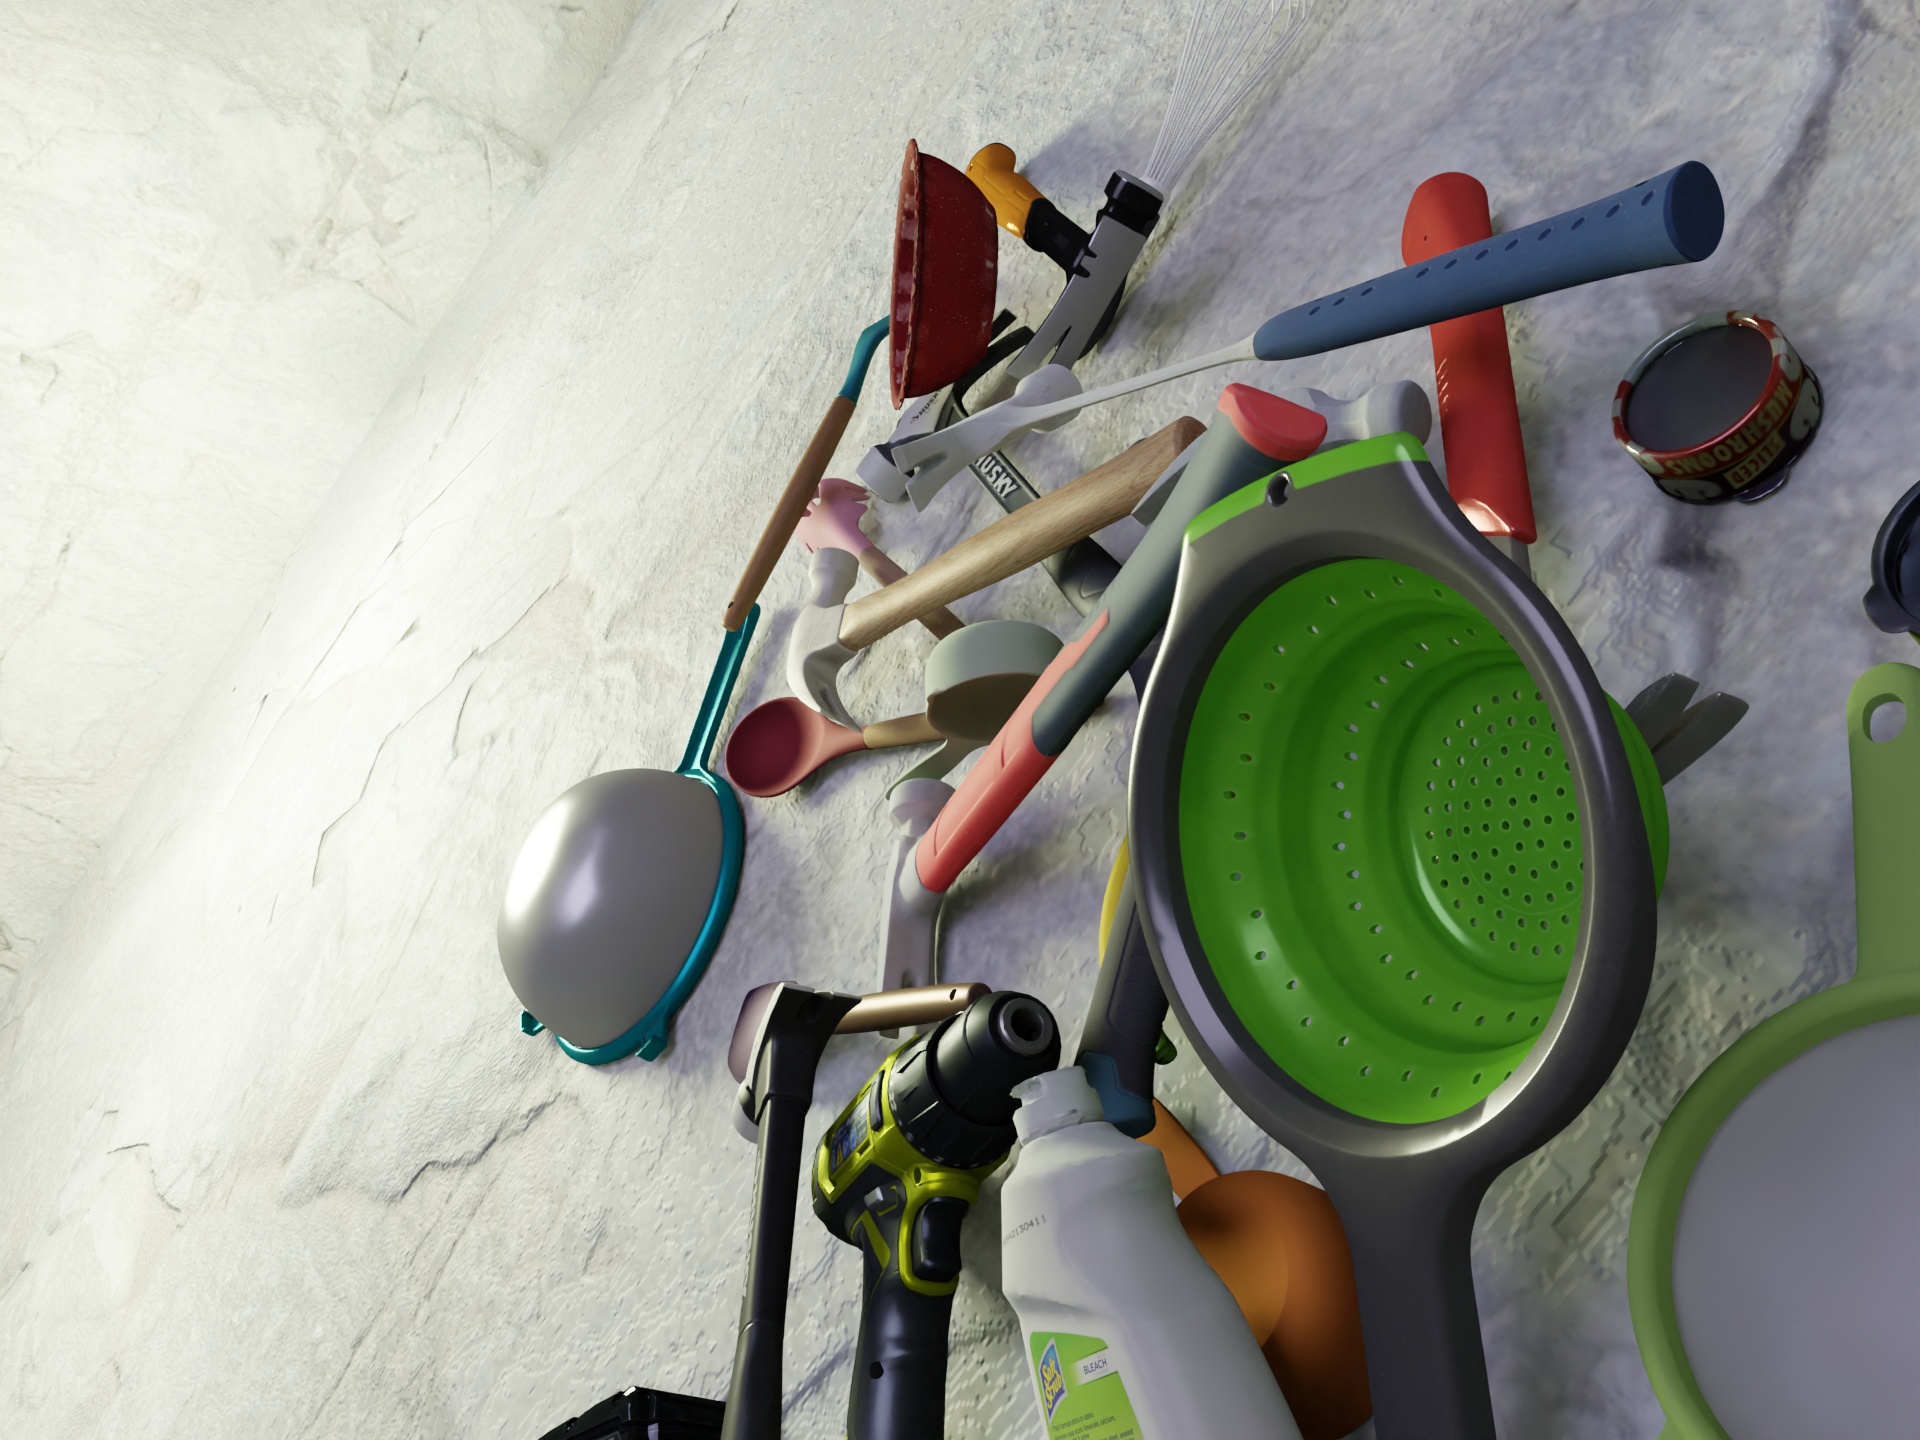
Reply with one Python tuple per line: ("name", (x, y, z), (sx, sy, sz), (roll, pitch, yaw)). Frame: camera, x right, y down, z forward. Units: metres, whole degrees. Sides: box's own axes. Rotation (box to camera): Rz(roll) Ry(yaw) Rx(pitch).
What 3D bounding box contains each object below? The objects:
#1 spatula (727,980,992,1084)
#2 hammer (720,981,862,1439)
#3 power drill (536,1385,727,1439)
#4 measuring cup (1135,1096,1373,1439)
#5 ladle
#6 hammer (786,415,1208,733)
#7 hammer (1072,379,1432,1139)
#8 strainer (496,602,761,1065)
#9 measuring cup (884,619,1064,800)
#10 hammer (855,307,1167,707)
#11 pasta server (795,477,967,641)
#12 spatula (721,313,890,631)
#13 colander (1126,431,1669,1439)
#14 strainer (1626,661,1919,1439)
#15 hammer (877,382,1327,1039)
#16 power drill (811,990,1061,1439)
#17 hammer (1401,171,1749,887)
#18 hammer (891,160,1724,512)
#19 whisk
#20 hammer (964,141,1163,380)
("spatula", (-0.062, 0.151, 0.795), (0.316, 0.018, 0.060), (-26, 45, 60))
("hammer", (-0.081, 0.262, 0.639), (0.146, 0.035, 0.335), (113, 164, -45))
("power drill", (-0.156, 0.436, 0.702), (0.188, 0.080, 0.227), (-38, 41, 29))
("measuring cup", (0.089, 0.185, 0.592), (0.095, 0.052, 0.174), (-54, 35, 7))
("ladle", (-0.035, 0.005, 0.923), (0.315, 0.031, 0.069), (-9, 62, 47))
("hammer", (0.007, -0.083, 0.867), (0.331, 0.031, 0.130), (-22, 50, 47))
("hammer", (0.100, 0.013, 0.663), (0.128, 0.033, 0.331), (2, 70, 47))
("strainer", (-0.225, 0.054, 1.070), (0.211, 0.095, 0.340), (-6, 61, 51))
("measuring cup", (-0.001, -0.003, 0.831), (0.167, 0.083, 0.038), (-41, 46, 52))
("hammer", (0.048, -0.116, 0.903), (0.149, 0.036, 0.409), (-50, 35, 12))
("pasta server", (-0.041, -0.091, 1.009), (0.060, 0.040, 0.317), (-54, 37, 7))
("spatula", (-0.081, -0.190, 1.086), (0.082, 0.044, 0.318), (2, 60, 48))
("colander", (0.158, 0.115, 0.492), (0.204, 0.094, 0.397), (-18, 77, 57))
("strainer", (0.265, 0.101, 0.423), (0.151, 0.069, 0.257), (-23, 39, 45))
("hammer", (0.041, 0.007, 0.681), (0.386, 0.038, 0.143), (125, 154, -51))
("power drill", (-0.010, 0.232, 0.624), (0.190, 0.080, 0.229), (124, 154, -49))
("hammer", (0.218, -0.108, 0.642), (0.149, 0.036, 0.359), (129, 155, -50))
("hammer", (0.127, -0.164, 0.710), (0.144, 0.035, 0.405), (-35, 18, -35))
("whisk", (0.129, -0.345, 0.957), (0.284, 0.070, 0.070), (-61, 33, 4))
("hammer", (0.043, -0.316, 1.024), (0.127, 0.034, 0.337), (-60, 23, 20))
